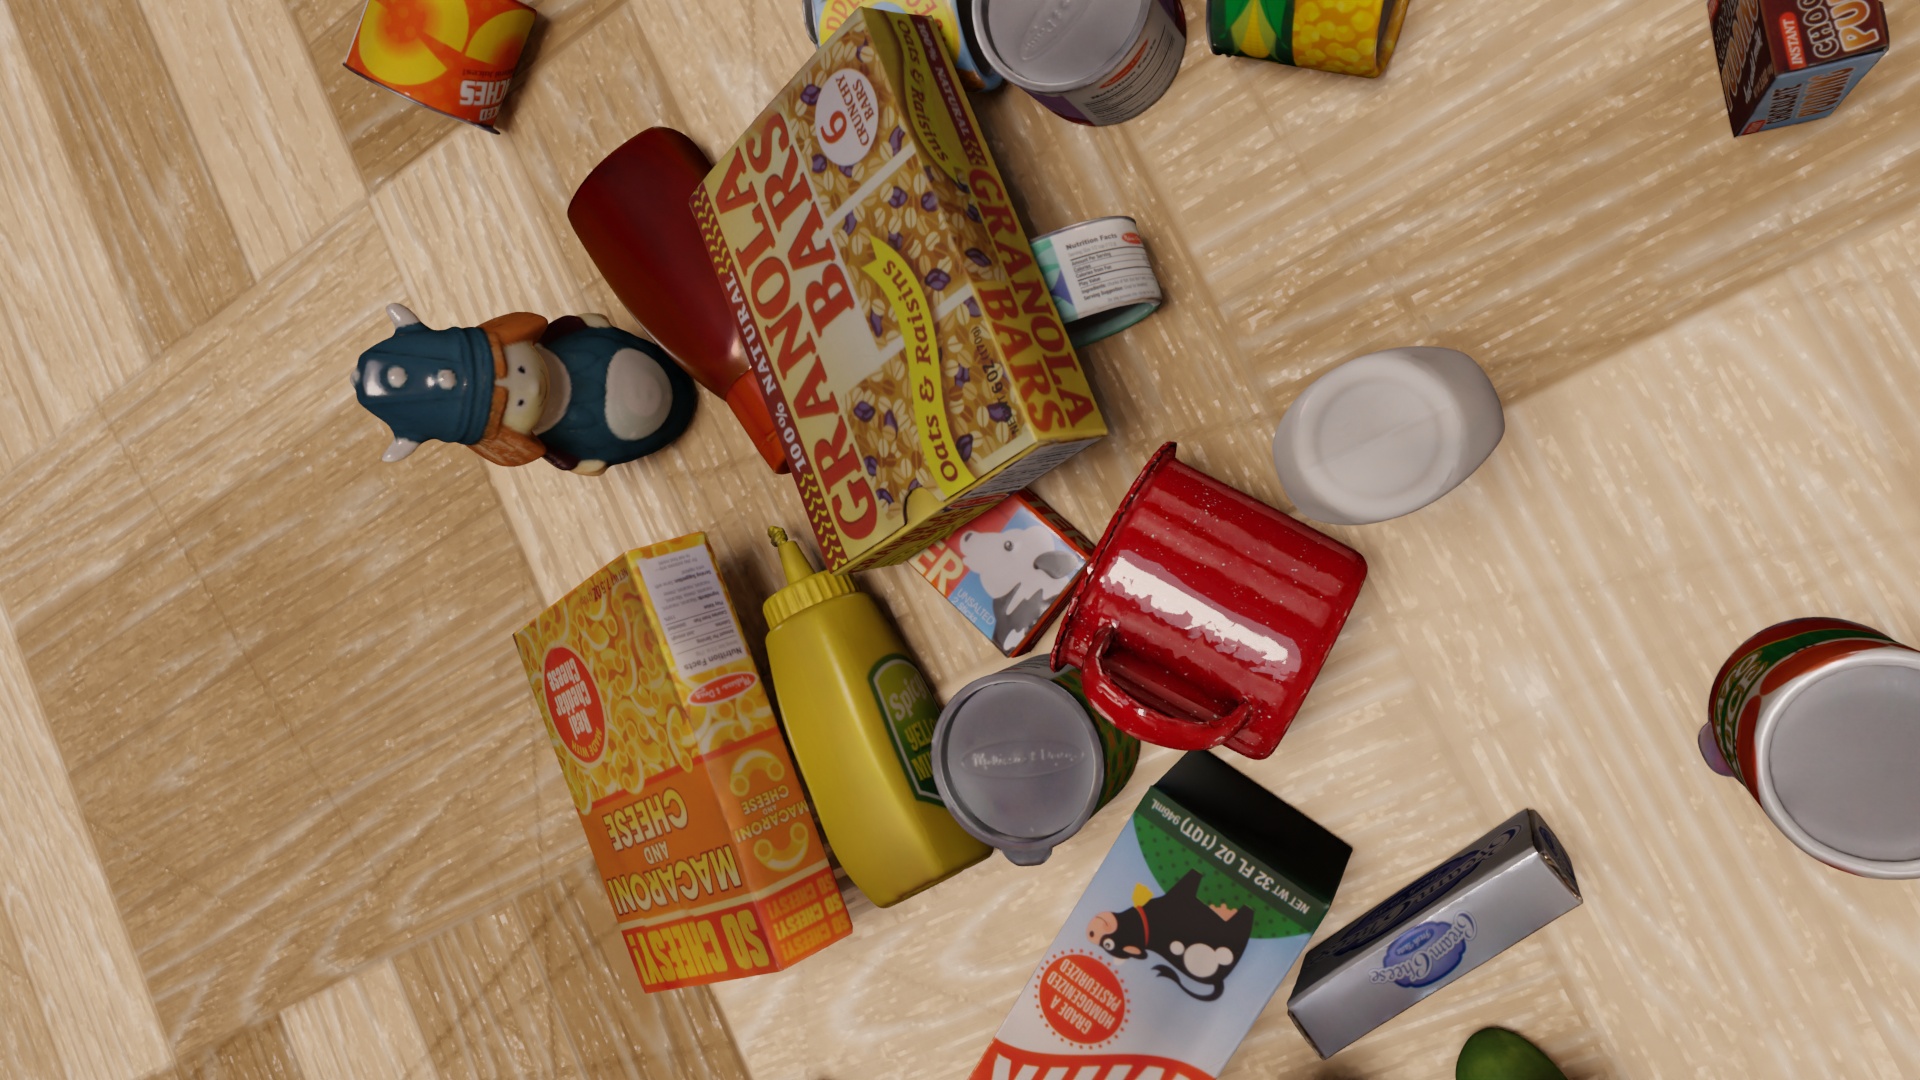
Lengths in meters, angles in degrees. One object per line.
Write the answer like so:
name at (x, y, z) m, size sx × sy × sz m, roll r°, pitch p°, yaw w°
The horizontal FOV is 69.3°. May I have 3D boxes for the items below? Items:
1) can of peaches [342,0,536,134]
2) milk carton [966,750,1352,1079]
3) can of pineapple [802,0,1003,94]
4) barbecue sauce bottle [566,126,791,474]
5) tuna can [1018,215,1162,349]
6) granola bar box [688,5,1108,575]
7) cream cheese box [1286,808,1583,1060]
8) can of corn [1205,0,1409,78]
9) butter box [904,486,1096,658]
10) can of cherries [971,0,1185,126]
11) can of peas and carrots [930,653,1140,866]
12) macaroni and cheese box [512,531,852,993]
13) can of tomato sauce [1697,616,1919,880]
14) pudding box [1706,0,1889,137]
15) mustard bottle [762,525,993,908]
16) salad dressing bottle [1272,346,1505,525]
can of peaches at (-0.226, -0.220, 0.611) m, size 0.071 × 0.071 × 0.058 m, roll 29°, pitch 102°, yaw 18°
milk carton at (0.060, 0.178, 0.512) m, size 0.072 × 0.073 × 0.190 m, roll 32°, pitch 103°, yaw 17°
can of pineapple at (-0.019, -0.201, 0.530) m, size 0.058 × 0.071 × 0.071 m, roll -2°, pitch 92°, yaw 21°
barbecue sauce bottle at (-0.102, -0.097, 0.580) m, size 0.064 × 0.044 × 0.148 m, roll -38°, pitch 80°, yaw 19°
tuna can at (0.037, -0.091, 0.515) m, size 0.071 × 0.071 × 0.033 m, roll -20°, pitch 86°, yaw 21°
granola bar box at (-0.030, -0.085, 0.505) m, size 0.123 × 0.039 × 0.165 m, roll -32°, pitch 76°, yaw 45°
cream cheese box at (0.163, 0.135, 0.481) m, size 0.103 × 0.053 × 0.024 m, roll -40°, pitch 81°, yaw 18°
can of corn at (0.123, -0.195, 0.479) m, size 0.058 × 0.071 × 0.071 m, roll 17°, pitch 98°, yaw 19°
butter box at (0.002, -0.007, 0.553) m, size 0.103 × 0.024 × 0.053 m, roll 43°, pitch 107°, yaw 14°
can of cherries at (0.044, -0.194, 0.512) m, size 0.071 × 0.058 × 0.071 m, roll 1°, pitch 94°, yaw 22°
can of peas and carrots at (0.031, 0.081, 0.527) m, size 0.071 × 0.059 × 0.071 m, roll 1°, pitch 94°, yaw 21°
macaroni and cheese box at (-0.117, 0.095, 0.569) m, size 0.123 × 0.040 × 0.166 m, roll -28°, pitch 82°, yaw 48°
can of tomato sauce at (0.268, 0.060, 0.421) m, size 0.071 × 0.083 × 0.071 m, roll 1°, pitch 93°, yaw 21°
pudding box at (0.250, -0.157, 0.419) m, size 0.030 × 0.084 × 0.049 m, roll -11°, pitch 89°, yaw 22°
mustard bottle at (-0.042, 0.062, 0.553) m, size 0.048 × 0.065 × 0.160 m, roll -31°, pitch 77°, yaw 24°
salad dressing bottle at (0.136, -0.032, 0.434) m, size 0.064 × 0.148 × 0.044 m, roll -26°, pitch 84°, yaw 21°
